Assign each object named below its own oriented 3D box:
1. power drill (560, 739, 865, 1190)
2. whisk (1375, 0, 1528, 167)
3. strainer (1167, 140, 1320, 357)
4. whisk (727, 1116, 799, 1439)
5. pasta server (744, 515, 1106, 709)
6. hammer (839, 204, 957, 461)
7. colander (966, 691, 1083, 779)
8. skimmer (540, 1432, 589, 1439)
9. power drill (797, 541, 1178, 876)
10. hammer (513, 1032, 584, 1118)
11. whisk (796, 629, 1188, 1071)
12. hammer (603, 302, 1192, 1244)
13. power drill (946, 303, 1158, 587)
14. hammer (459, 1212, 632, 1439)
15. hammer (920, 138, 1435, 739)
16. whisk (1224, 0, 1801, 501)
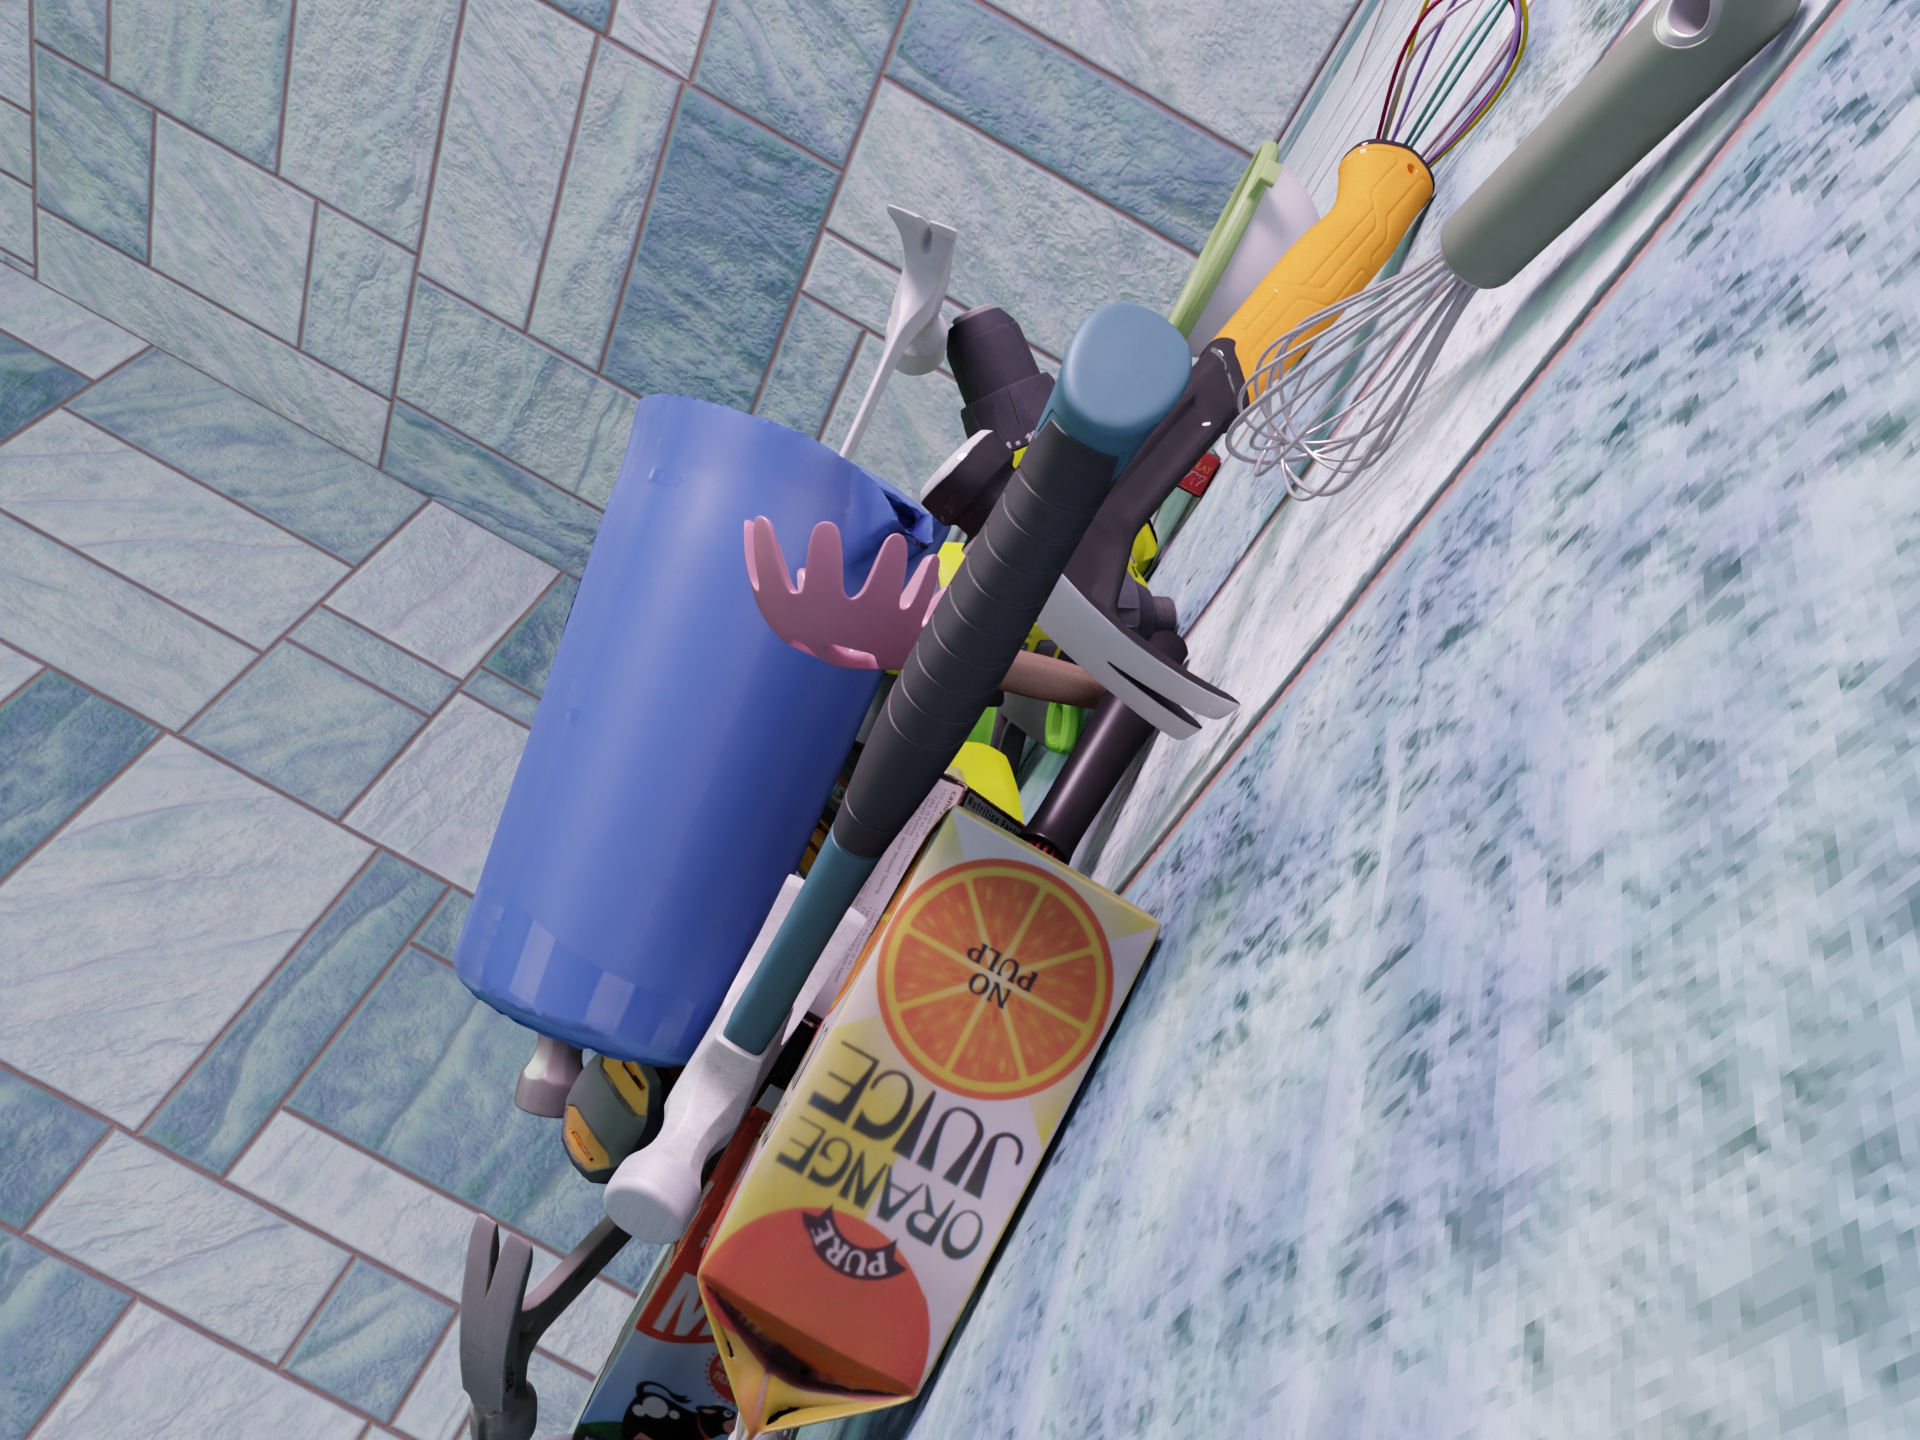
[{"bbox_3d":[-0.061,0.134,0.764,0.226,0.084,0.185,-54,-37,6],"label":"power drill"},{"bbox_3d":[0.201,-0.259,0.761,0.051,0.047,0.244,-64,0,-28],"label":"whisk"},{"bbox_3d":[0.200,-0.312,1.068,0.151,0.069,0.256,-62,1,31],"label":"strainer"},{"bbox_3d":[-0.060,0.223,0.537,0.070,0.070,0.285,-60,8,33],"label":"whisk"},{"bbox_3d":[0.015,-0.028,0.603,0.316,0.060,0.040,10,-91,-65],"label":"pasta server"},{"bbox_3d":[-0.086,-0.062,0.754,0.144,0.035,0.406,106,-175,-72],"label":"hammer"},{"bbox_3d":[0.000,-0.024,1.049,0.397,0.094,0.204,-138,55,-80],"label":"colander"},{"bbox_3d":[-0.174,0.362,0.819,0.363,0.090,0.127,-61,-31,-83],"label":"skimmer"},{"bbox_3d":[-0.001,-0.003,0.806,0.223,0.171,0.080,117,148,-50],"label":"power drill"},{"bbox_3d":[-0.104,0.127,0.864,0.331,0.031,0.130,8,-85,-60],"label":"hammer"},{"bbox_3d":[0.022,0.065,0.611,0.296,0.073,0.073,-55,-1,-34],"label":"whisk"},{"bbox_3d":[-0.024,0.024,0.478,0.330,0.033,0.128,-60,1,36],"label":"hammer"},{"bbox_3d":[0.054,-0.139,0.918,0.080,0.190,0.228,-22,6,11],"label":"power drill"},{"bbox_3d":[-0.137,0.218,0.861,0.359,0.037,0.149,-42,-31,-54],"label":"hammer"},{"bbox_3d":[0.120,-0.138,0.626,0.337,0.127,0.034,-50,7,-36],"label":"hammer"},{"bbox_3d":[0.144,-0.130,0.456,0.246,0.059,0.058,134,129,-66],"label":"whisk"}]
